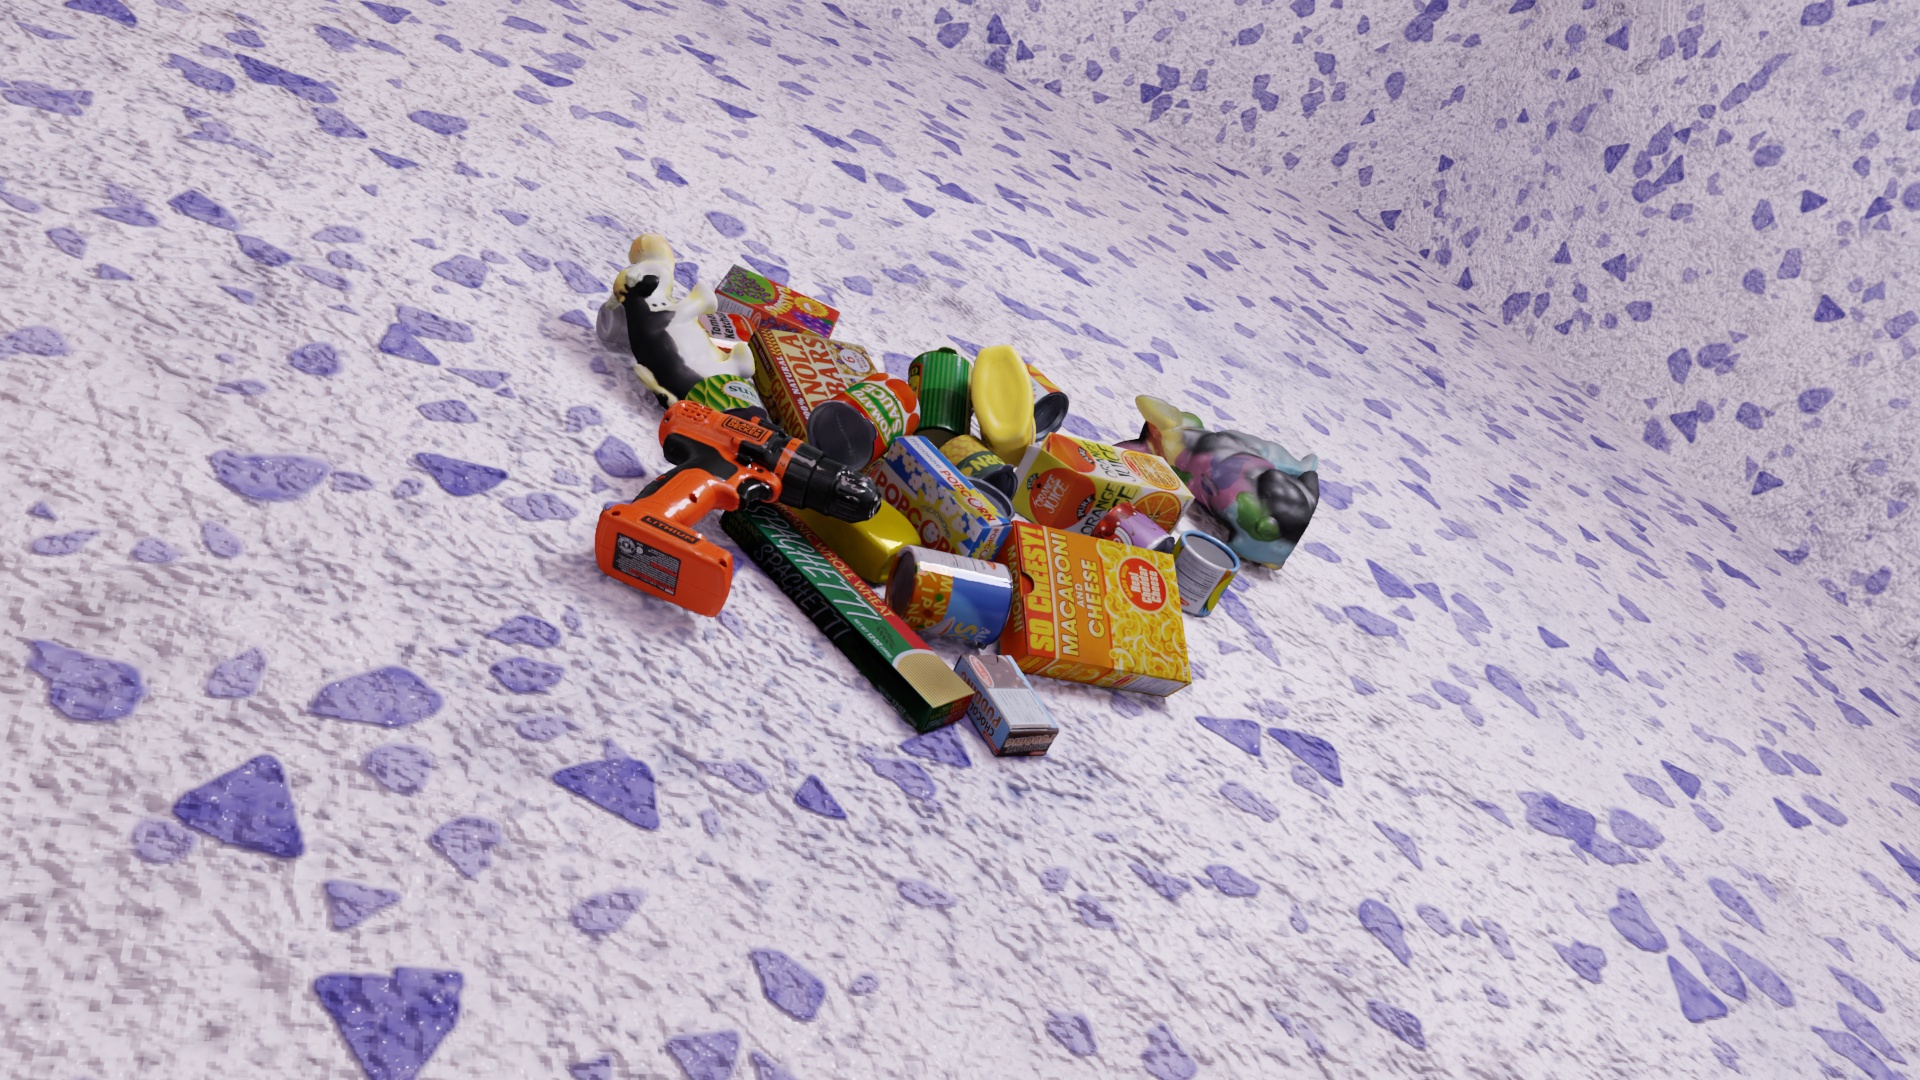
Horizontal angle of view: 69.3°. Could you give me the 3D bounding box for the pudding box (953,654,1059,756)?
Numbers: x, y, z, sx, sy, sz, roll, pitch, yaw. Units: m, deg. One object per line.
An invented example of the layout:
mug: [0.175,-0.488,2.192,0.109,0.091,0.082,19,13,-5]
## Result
pudding box: [0.032,0.123,1.044,0.050,0.030,0.084,4,36,-36]

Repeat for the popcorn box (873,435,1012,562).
popcorn box: [-0.024,-0.019,1.173,0.038,0.084,0.127,-6,43,-46]

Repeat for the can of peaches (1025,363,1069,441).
can of peaches: [0.076,-0.149,1.510,0.071,0.071,0.058,-4,41,-46]

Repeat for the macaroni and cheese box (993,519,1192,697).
macaroni and cheese box: [0.110,0.057,1.164,0.166,0.040,0.124,12,58,-28]

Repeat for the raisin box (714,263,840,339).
raisin box: [-0.192,-0.231,1.430,0.123,0.040,0.086,23,27,-8]

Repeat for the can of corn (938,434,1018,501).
can of corn: [0.011,-0.058,1.288,0.071,0.071,0.058,-3,40,-45]

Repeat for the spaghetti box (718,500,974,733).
spaghetti box: [-0.091,0.049,1.057,0.250,0.028,0.050,43,31,26]

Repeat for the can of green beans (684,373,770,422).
can of green beans: [-0.196,-0.099,1.171,0.071,0.071,0.058,10,32,-31]

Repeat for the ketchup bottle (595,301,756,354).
ketchup bottle: [-0.263,-0.193,1.295,0.149,0.043,0.065,4,44,-38]

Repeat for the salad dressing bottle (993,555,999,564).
salad dressing bottle: [0.082,0.042,1.213,0.148,0.043,0.064,15,39,-26]

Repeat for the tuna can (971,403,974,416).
tuna can: [-0.018,-0.140,1.441,0.071,0.032,0.071,22,28,-12]

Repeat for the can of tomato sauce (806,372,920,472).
can of tomato sauce: [-0.081,-0.103,1.195,0.071,0.070,0.083,34,35,11]

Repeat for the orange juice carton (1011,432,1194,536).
orange juice carton: [0.130,-0.051,1.384,0.193,0.071,0.073,9,33,-33]

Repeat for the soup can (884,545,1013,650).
soup can: [-0.011,0.046,1.098,0.084,0.071,0.071,12,31,-22]

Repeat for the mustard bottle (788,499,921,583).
mustard bottle: [-0.106,-0.029,1.155,0.160,0.048,0.065,40,31,23]

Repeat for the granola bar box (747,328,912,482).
granola bar box: [-0.118,-0.122,1.285,0.124,0.039,0.166,3,46,-40]

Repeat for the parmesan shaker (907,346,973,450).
parmesan shaker: [-0.021,-0.127,1.345,0.071,0.071,0.103,19,49,-18]

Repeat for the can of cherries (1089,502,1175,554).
can of cherries: [0.159,0.006,1.320,0.058,0.071,0.072,41,30,23]

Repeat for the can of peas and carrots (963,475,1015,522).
can of peas and carrots: [0.004,-0.015,1.222,0.071,0.058,0.071,21,28,-12]

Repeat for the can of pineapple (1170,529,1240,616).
can of pineapple: [0.231,0.031,1.353,0.071,0.057,0.071,22,28,-12]
